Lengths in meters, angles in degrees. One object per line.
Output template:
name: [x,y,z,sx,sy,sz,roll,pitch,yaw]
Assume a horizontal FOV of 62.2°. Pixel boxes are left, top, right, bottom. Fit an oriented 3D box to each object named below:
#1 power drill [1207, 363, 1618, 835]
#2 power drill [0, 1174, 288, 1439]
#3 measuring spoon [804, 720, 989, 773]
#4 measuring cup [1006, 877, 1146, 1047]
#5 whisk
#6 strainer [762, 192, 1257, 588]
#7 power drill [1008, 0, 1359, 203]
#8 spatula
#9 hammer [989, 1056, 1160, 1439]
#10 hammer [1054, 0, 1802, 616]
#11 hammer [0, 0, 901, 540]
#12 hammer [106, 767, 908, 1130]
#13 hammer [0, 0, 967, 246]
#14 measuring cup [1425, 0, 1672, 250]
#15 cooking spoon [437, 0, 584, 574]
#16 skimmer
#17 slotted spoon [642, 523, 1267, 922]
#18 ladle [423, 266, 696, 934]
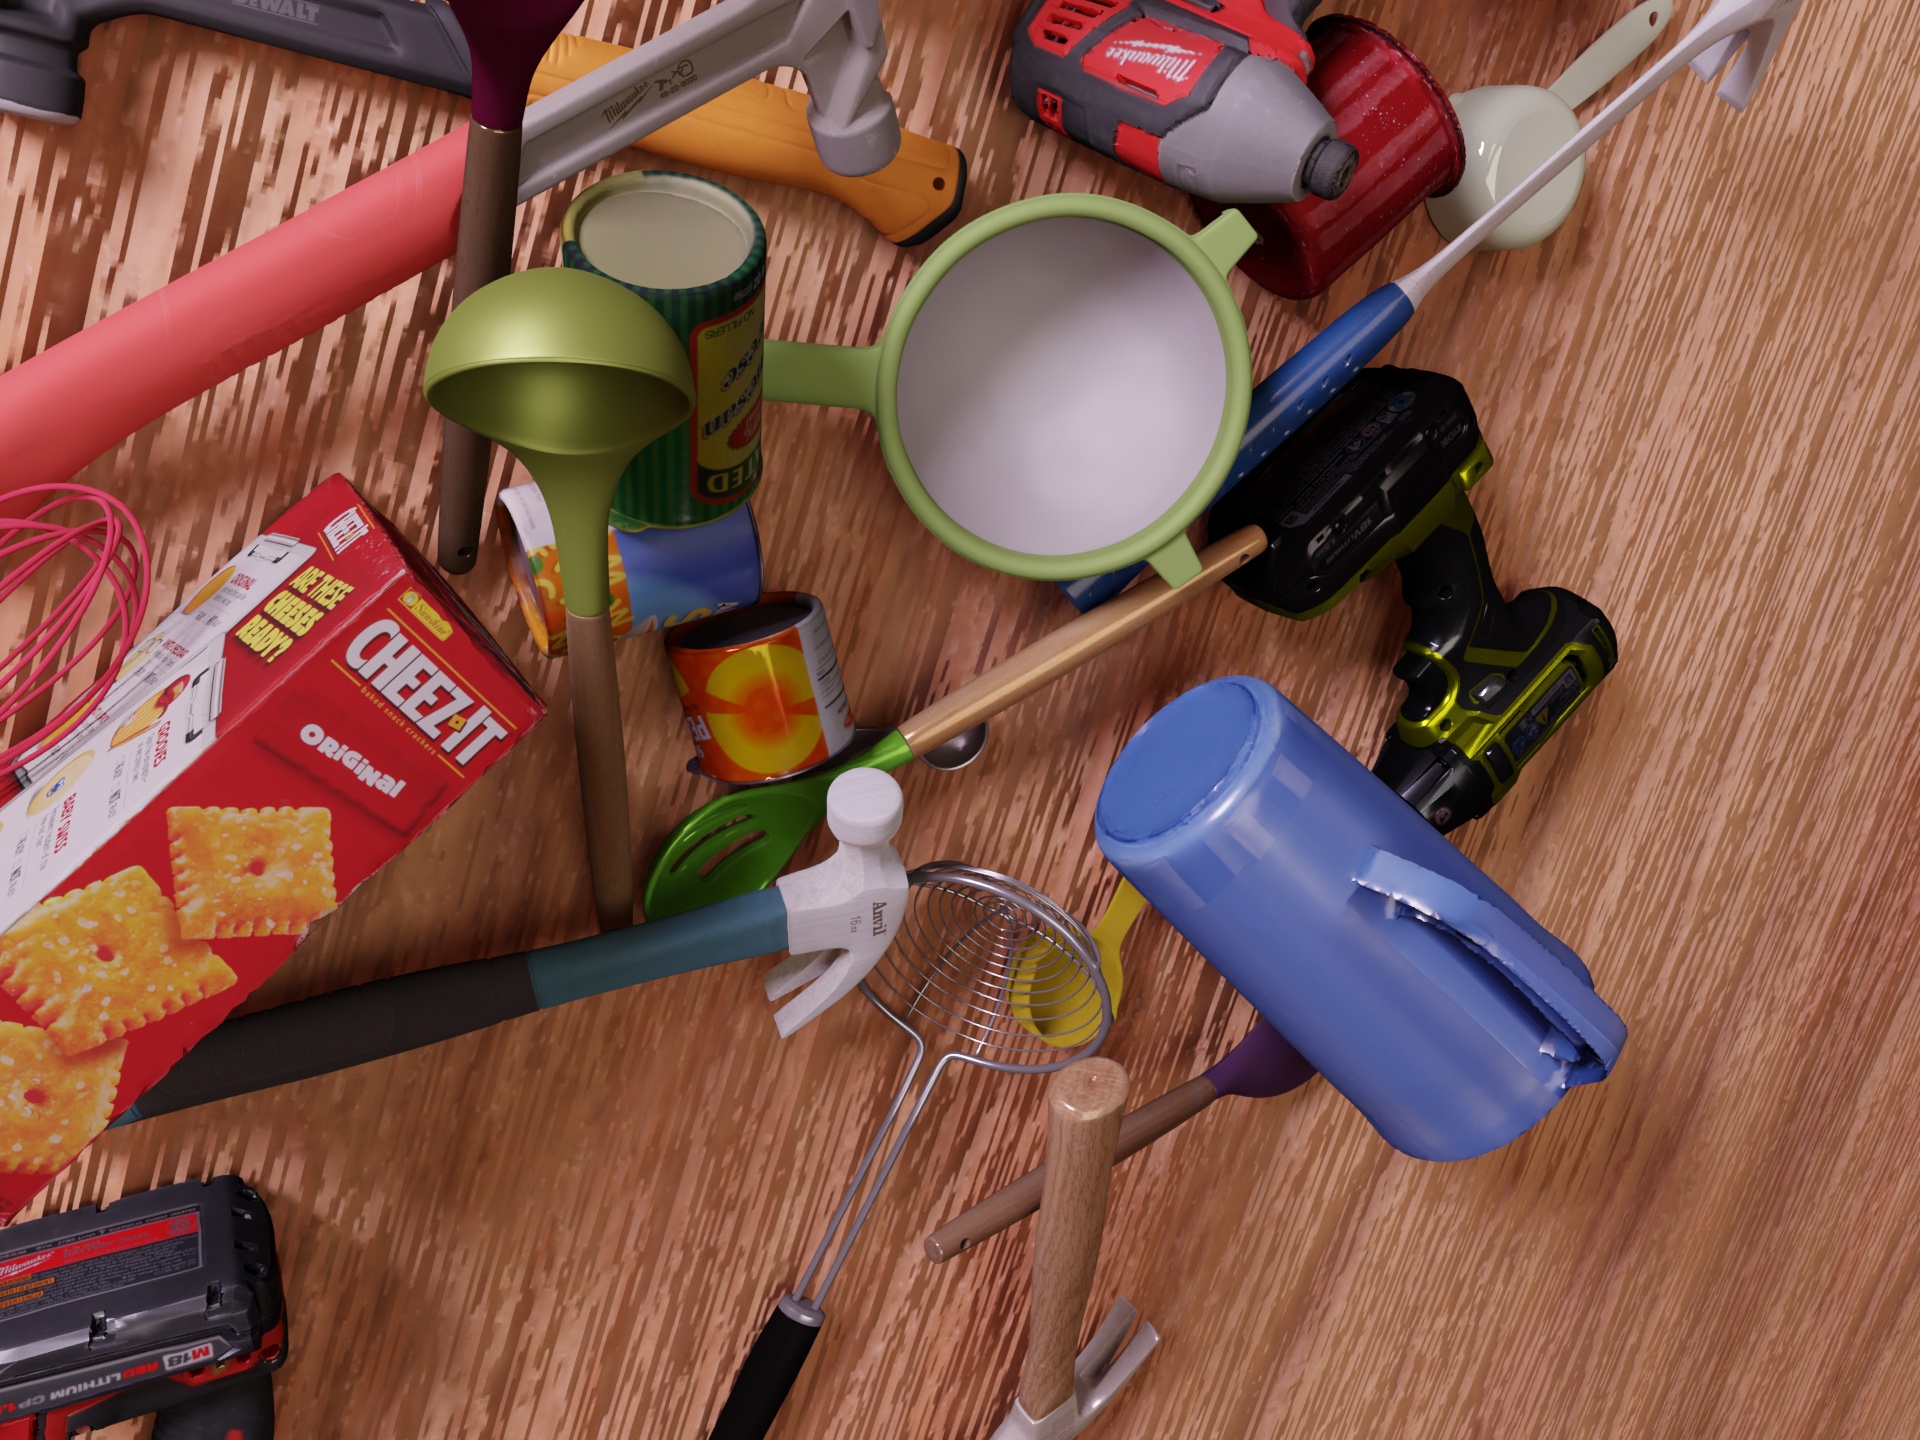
power drill: [0.222,-0.046,0.783,0.171,0.080,0.223,-46,124,-7]
power drill: [-0.337,0.306,0.612,0.188,0.080,0.226,-10,113,-24]
measuring spoon: [-0.048,0.008,0.699,0.124,0.018,0.034,-6,118,-18]
measuring cup: [0.074,0.087,0.784,0.062,0.029,0.156,40,74,-31]
whisk: [-0.368,0.033,0.504,0.296,0.073,0.073,-42,121,3]
strainer: [-0.014,-0.140,0.641,0.256,0.069,0.151,3,111,-8]
power drill: [0.132,-0.303,0.615,0.219,0.143,0.078,-56,159,-2]
spatula: [0.105,0.195,0.790,0.316,0.018,0.059,-17,113,-39]
hammer: [0.050,0.267,0.752,0.130,0.031,0.331,-26,140,-28]
hammer: [0.200,-0.187,0.689,0.405,0.035,0.144,-41,165,8]
hammer: [-0.190,-0.162,0.507,0.359,0.037,0.149,-30,150,-3]
hammer: [-0.181,0.104,0.621,0.331,0.033,0.128,-13,138,-14]
hammer: [-0.147,-0.235,0.555,0.336,0.034,0.127,6,104,-29]
measuring cup: [0.293,-0.292,0.758,0.167,0.038,0.083,-43,120,-6]
cooking spoon: [-0.146,-0.163,0.491,0.068,0.017,0.318,-20,149,-35]
skimmer: [-0.051,0.229,0.722,0.127,0.090,0.363,27,97,2]
slotted spoon: [-0.001,-0.002,0.684,0.314,0.031,0.070,-31,143,-7]
ladle: [-0.129,-0.012,0.556,0.078,0.062,0.319,-1,135,-8]
